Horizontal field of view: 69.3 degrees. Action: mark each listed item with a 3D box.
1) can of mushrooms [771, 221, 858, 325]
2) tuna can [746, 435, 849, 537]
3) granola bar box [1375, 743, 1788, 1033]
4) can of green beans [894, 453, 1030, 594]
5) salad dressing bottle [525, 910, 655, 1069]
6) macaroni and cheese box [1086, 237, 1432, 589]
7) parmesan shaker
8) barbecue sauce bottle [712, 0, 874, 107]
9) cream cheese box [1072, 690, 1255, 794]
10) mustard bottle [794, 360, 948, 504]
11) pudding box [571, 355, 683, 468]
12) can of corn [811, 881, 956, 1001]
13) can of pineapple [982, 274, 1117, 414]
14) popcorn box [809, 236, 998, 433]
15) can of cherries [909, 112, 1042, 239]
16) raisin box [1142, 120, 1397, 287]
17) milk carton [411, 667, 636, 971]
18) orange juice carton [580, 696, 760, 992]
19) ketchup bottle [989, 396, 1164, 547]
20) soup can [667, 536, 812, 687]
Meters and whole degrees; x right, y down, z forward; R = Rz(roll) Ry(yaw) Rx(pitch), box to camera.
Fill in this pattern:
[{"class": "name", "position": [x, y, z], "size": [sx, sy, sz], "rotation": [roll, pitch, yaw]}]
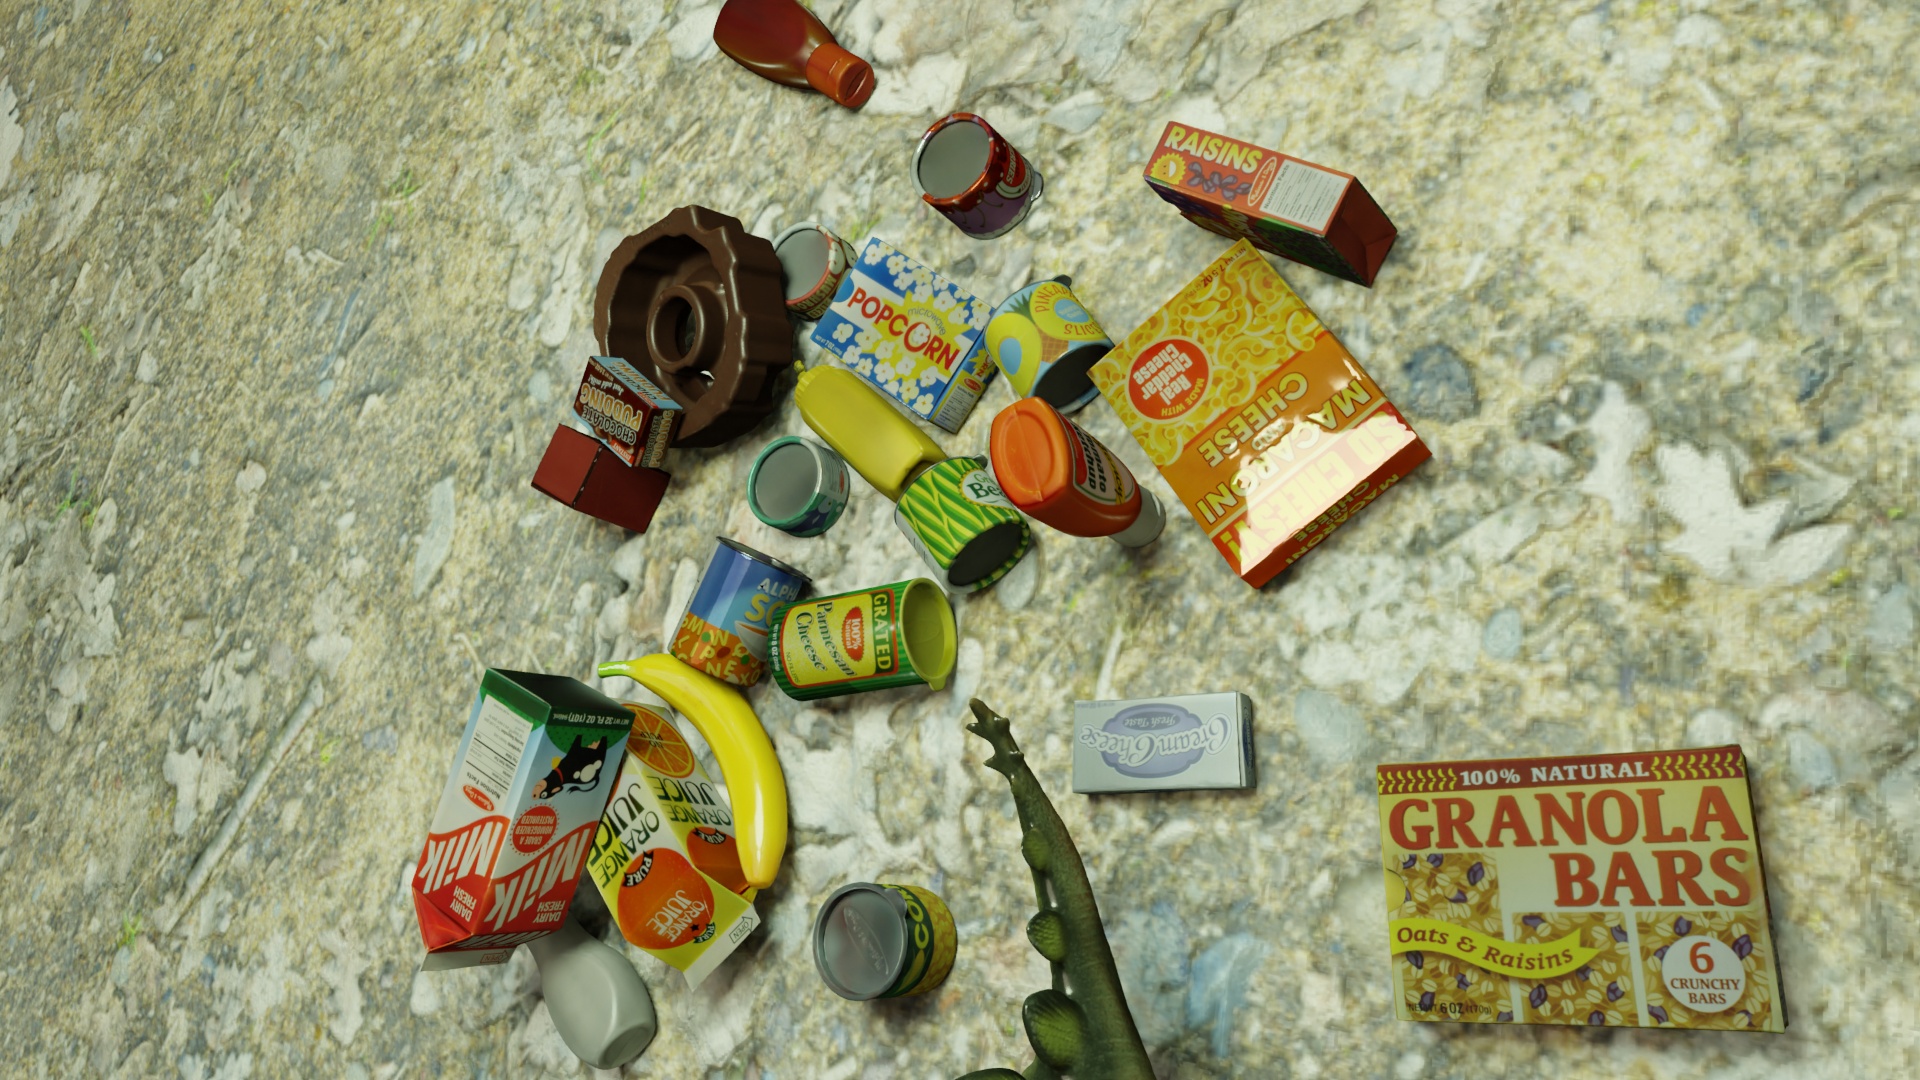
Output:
[{"class": "can of mushrooms", "position": [-0.109, -0.192, 1.000], "size": [0.071, 0.033, 0.071], "rotation": [-9, 71, 28]}, {"class": "tuna can", "position": [-0.115, -0.036, 0.959], "size": [0.071, 0.033, 0.071], "rotation": [-9, 71, 28]}, {"class": "granola bar box", "position": [0.288, 0.165, 0.658], "size": [0.165, 0.039, 0.124], "rotation": [-9, 71, 28]}, {"class": "can of green beans", "position": [0.001, -0.009, 0.862], "size": [0.071, 0.071, 0.058], "rotation": [-45, 59, 12]}, {"class": "salad dressing bottle", "position": [-0.264, 0.290, 0.948], "size": [0.148, 0.044, 0.064], "rotation": [42, 101, 34]}, {"class": "macaroni and cheese box", "position": [0.168, -0.074, 0.798], "size": [0.123, 0.040, 0.167], "rotation": [-40, 59, 15]}, {"class": "parmesan shaker", "position": [-0.063, 0.067, 0.879], "size": [0.103, 0.071, 0.071], "rotation": [-12, 70, 28]}, {"class": "barbecue sauce bottle", "position": [-0.125, -0.374, 1.057], "size": [0.149, 0.043, 0.065], "rotation": [39, 98, 32]}, {"class": "cream cheese box", "position": [0.113, 0.115, 0.785], "size": [0.103, 0.024, 0.053], "rotation": [-8, 73, 29]}, {"class": "mustard bottle", "position": [-0.069, -0.078, 0.929], "size": [0.049, 0.065, 0.161], "rotation": [-51, 52, 3]}, {"class": "pudding box", "position": [-0.237, -0.091, 0.983], "size": [0.084, 0.030, 0.049], "rotation": [38, 114, 33]}, {"class": "can of corn", "position": [-0.043, 0.235, 0.822], "size": [0.071, 0.058, 0.071], "rotation": [-9, 72, 29]}, {"class": "can of pineapple", "position": [0.057, -0.120, 0.860], "size": [0.071, 0.071, 0.058], "rotation": [-42, 60, 14]}, {"class": "popcorn box", "position": [-0.031, -0.139, 0.936], "size": [0.127, 0.038, 0.085], "rotation": [36, 97, 33]}, {"class": "can of cherries", "position": [0.011, -0.245, 0.930], "size": [0.071, 0.058, 0.071], "rotation": [-9, 72, 29]}, {"class": "raisin box", "position": [0.177, -0.193, 0.799], "size": [0.123, 0.086, 0.040], "rotation": [30, 97, 33]}, {"class": "milk carton", "position": [-0.285, 0.184, 0.887], "size": [0.073, 0.072, 0.190], "rotation": [21, 91, 35]}, {"class": "orange juice carton", "position": [-0.199, 0.197, 0.917], "size": [0.071, 0.073, 0.193], "rotation": [-47, 58, 12]}, {"class": "ketchup bottle", "position": [0.070, -0.029, 0.778], "size": [0.043, 0.149, 0.065], "rotation": [-25, 66, 23]}, {"class": "soup can", "position": [-0.149, 0.049, 0.936], "size": [0.071, 0.071, 0.083], "rotation": [24, 90, 33]}]
